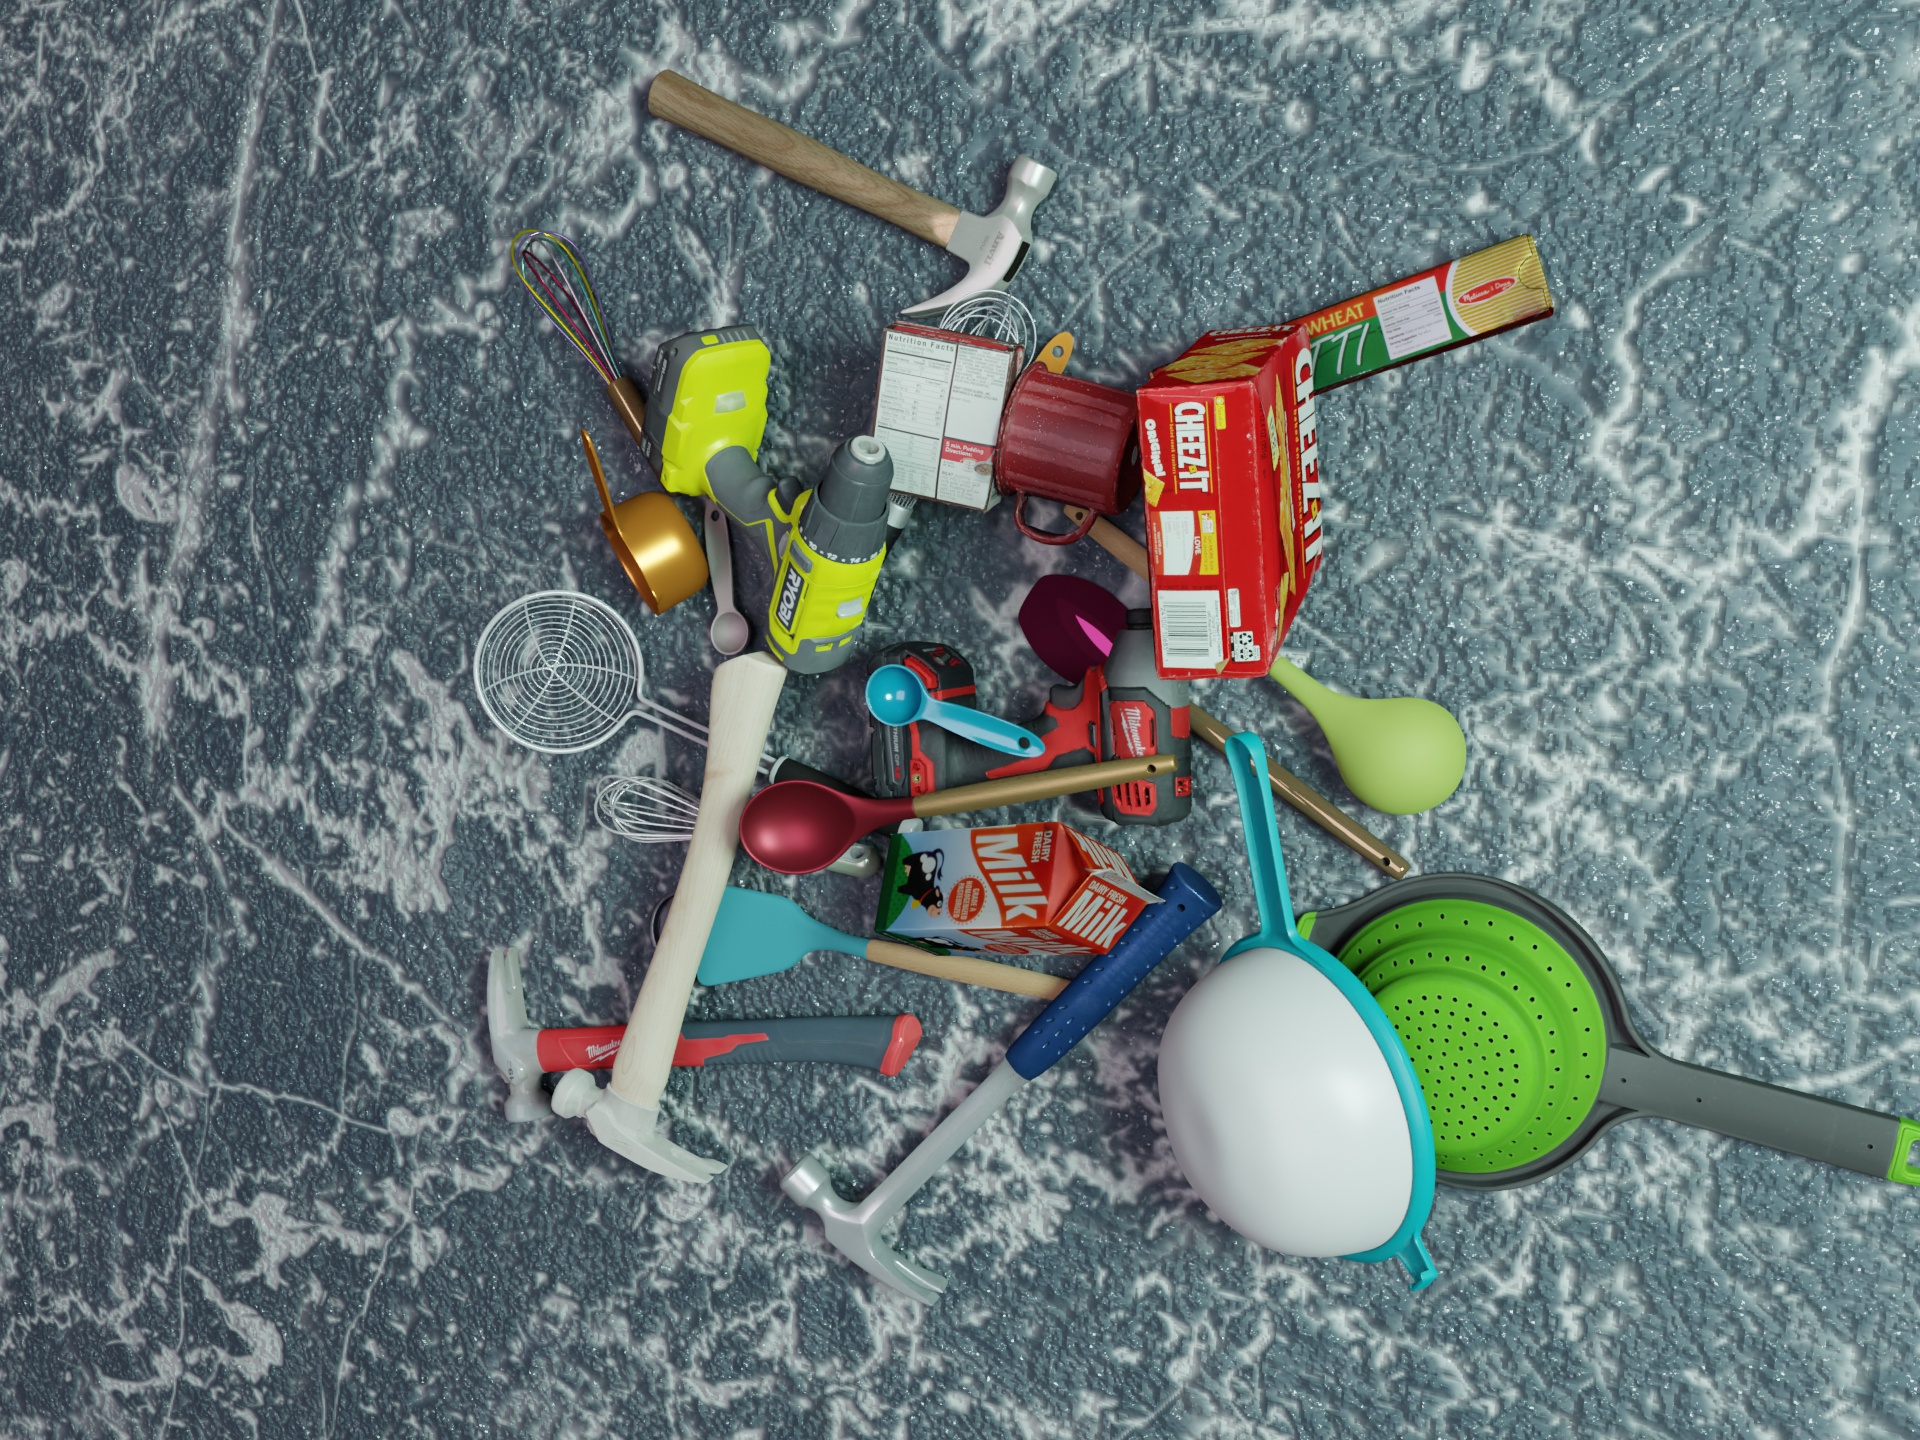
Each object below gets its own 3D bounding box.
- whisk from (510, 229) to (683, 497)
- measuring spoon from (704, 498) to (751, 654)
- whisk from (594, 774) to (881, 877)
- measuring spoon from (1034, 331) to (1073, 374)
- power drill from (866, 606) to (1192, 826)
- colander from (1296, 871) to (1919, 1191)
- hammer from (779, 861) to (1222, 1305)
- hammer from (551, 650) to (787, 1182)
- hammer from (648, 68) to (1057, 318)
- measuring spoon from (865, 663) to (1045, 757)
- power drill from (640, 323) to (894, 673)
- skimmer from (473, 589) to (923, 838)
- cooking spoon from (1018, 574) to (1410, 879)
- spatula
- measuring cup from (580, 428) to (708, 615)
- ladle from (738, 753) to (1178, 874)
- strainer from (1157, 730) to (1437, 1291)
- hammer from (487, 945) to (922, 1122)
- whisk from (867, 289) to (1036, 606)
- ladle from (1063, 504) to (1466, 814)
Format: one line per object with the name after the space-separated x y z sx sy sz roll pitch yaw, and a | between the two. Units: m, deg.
-0.281 -0.278 1.236 0.051 0.047 0.245 -33 84 22 | whisk
-0.179 -0.111 1.222 0.034 0.018 0.124 -11 83 25 | measuring spoon
-0.174 0.083 1.217 0.246 0.058 0.059 12 134 19 | whisk
0.044 -0.220 1.111 0.021 0.011 0.117 30 105 -9 | measuring spoon
0.050 -0.003 1.080 0.220 0.078 0.143 1 96 27 | power drill
0.376 0.218 0.949 0.397 0.094 0.204 12 99 23 | colander
0.039 0.255 1.123 0.144 0.035 0.405 44 111 6 | hammer
-0.191 0.147 1.180 0.146 0.038 0.410 23 107 17 | hammer
-0.095 -0.393 1.148 0.331 0.031 0.130 30 105 20 | hammer
-0.002 -0.003 1.060 0.128 0.021 0.042 21 106 12 | measuring spoon
-0.129 -0.170 1.104 0.229 0.080 0.190 52 143 25 | power drill
-0.198 0.011 1.194 0.363 0.090 0.127 23 86 20 | skimmer
0.166 0.004 1.069 0.319 0.017 0.068 38 108 18 | cooking spoon
-0.048 0.178 1.167 0.317 0.044 0.082 8 102 22 | spatula
-0.232 -0.156 1.167 0.052 0.173 0.095 -30 53 -16 | measuring cup
-0.007 0.053 1.060 0.315 0.031 0.069 -11 105 24 | ladle
0.172 0.181 0.971 0.211 0.095 0.340 5 108 64 | strainer
-0.211 0.239 1.249 0.386 0.038 0.143 -8 89 25 | hammer
-0.032 -0.175 1.126 0.070 0.070 0.284 37 112 17 | whisk
0.192 -0.052 1.047 0.320 0.062 0.078 41 113 23 | ladle
